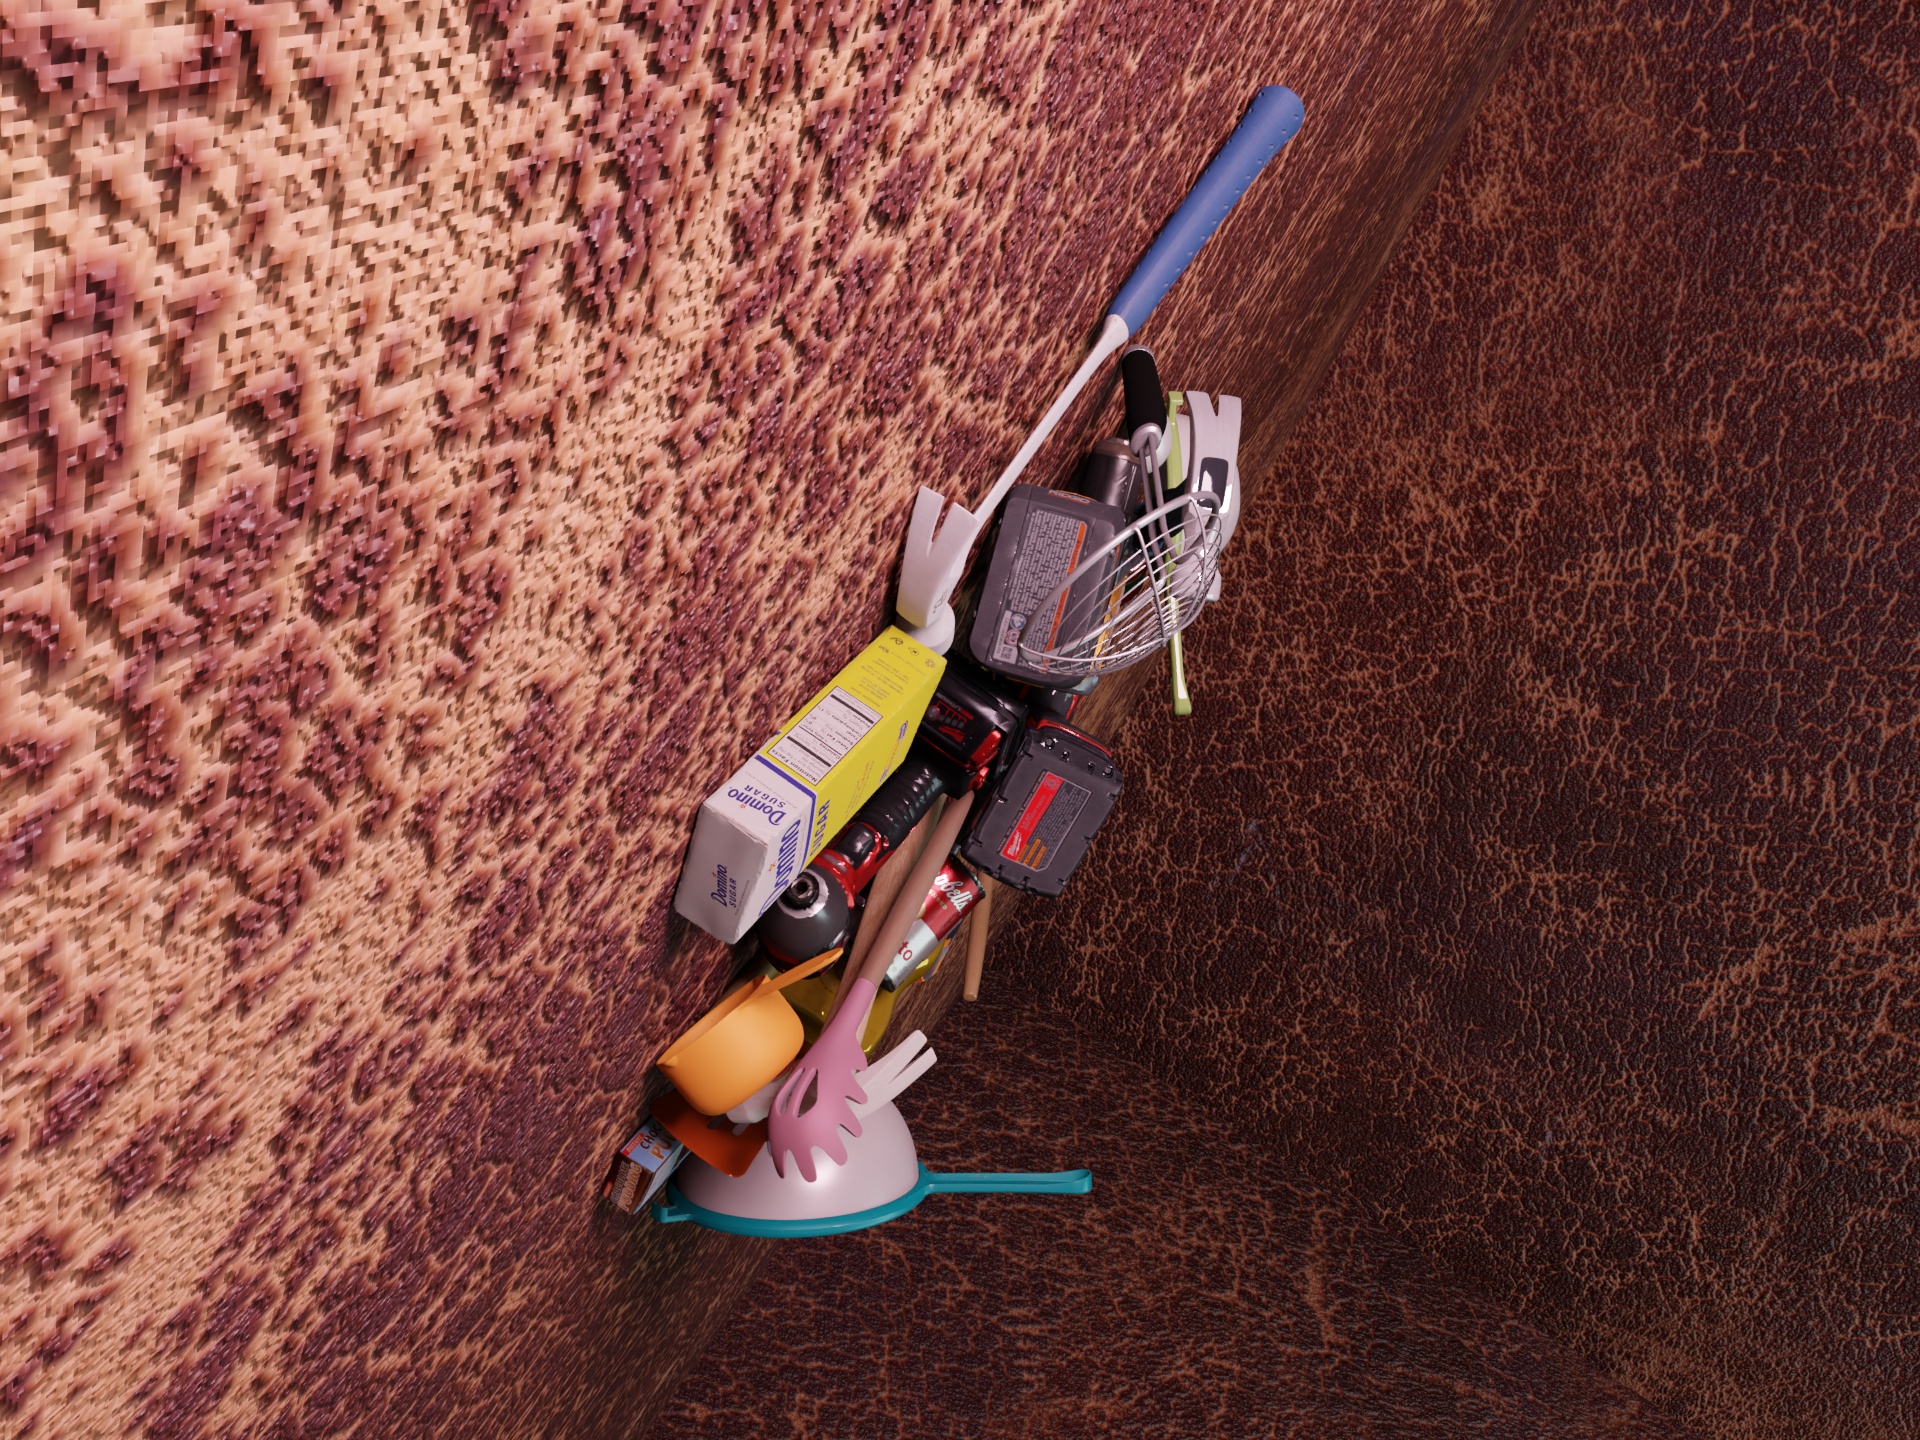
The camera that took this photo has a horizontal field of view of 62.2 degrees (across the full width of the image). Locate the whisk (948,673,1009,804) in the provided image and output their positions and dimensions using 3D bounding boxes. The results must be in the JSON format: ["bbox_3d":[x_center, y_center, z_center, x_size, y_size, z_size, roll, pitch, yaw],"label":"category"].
[{"bbox_3d":[0.033,0.010,1.395,0.073,0.073,0.295,-52,163,-35],"label":"whisk"}]

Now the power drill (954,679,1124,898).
[{"bbox_3d":[0.044,0.051,1.224,0.188,0.080,0.227,-61,-169,17],"label":"power drill"}]

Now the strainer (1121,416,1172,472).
[{"bbox_3d":[0.108,-0.166,1.236,0.258,0.050,0.087,-60,-173,40],"label":"strainer"}]

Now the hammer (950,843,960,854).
[{"bbox_3d":[-0.053,0.192,1.628,0.409,0.036,0.149,-50,168,-43],"label":"hammer"}]

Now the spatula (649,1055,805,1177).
[{"bbox_3d":[-0.126,0.272,1.203,0.041,0.081,0.322,-58,165,6],"label":"spatula"}]

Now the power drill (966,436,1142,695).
[{"bbox_3d":[0.077,-0.108,1.065,0.226,0.084,0.185,-11,117,-78],"label":"power drill"}]

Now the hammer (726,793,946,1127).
[{"bbox_3d":[-0.053,0.139,1.119,0.332,0.130,0.031,-71,146,-42],"label":"hammer"}]

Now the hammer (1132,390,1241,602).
[{"bbox_3d":[0.144,-0.141,1.076,0.331,0.033,0.128,-91,-171,-87],"label":"hammer"}]

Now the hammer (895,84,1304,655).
[{"bbox_3d":[0.085,-0.217,0.903,0.405,0.035,0.144,-55,172,-18],"label":"hammer"}]

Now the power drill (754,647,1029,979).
[{"bbox_3d":[-0.052,0.063,1.024,0.220,0.078,0.143,-52,171,-19],"label":"power drill"}]

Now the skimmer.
[{"bbox_3d":[0.088,-0.148,0.909,0.127,0.090,0.364,-46,-157,30],"label":"skimmer"}]

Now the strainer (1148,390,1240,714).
[{"bbox_3d":[0.196,-0.133,1.299,0.151,0.069,0.256,87,0,-84],"label":"strainer"}]

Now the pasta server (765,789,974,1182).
[{"bbox_3d":[-0.049,0.159,1.048,0.316,0.060,0.040,-61,139,-43],"label":"pasta server"}]

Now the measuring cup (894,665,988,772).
[{"bbox_3d":[-0.002,-0.004,1.207,0.156,0.029,0.062,-46,166,-49],"label":"measuring cup"}]

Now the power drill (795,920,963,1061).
[{"bbox_3d":[-0.075,0.205,1.402,0.226,0.084,0.164,-41,161,-52],"label":"power drill"}]

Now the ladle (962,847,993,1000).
[{"bbox_3d":[0.037,0.139,1.533,0.320,0.062,0.078,-81,-167,-45],"label":"ladle"}]

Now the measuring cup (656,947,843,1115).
[{"bbox_3d":[-0.114,0.189,0.974,0.173,0.052,0.095,-33,-175,38],"label":"measuring cup"}]

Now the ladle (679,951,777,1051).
[{"bbox_3d":[-0.109,0.145,1.155,0.315,0.031,0.069,-46,163,-48],"label":"ladle"}]

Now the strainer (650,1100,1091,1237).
[{"bbox_3d":[-0.067,0.331,1.268,0.211,0.340,0.095,-26,115,-83],"label":"strainer"}]
